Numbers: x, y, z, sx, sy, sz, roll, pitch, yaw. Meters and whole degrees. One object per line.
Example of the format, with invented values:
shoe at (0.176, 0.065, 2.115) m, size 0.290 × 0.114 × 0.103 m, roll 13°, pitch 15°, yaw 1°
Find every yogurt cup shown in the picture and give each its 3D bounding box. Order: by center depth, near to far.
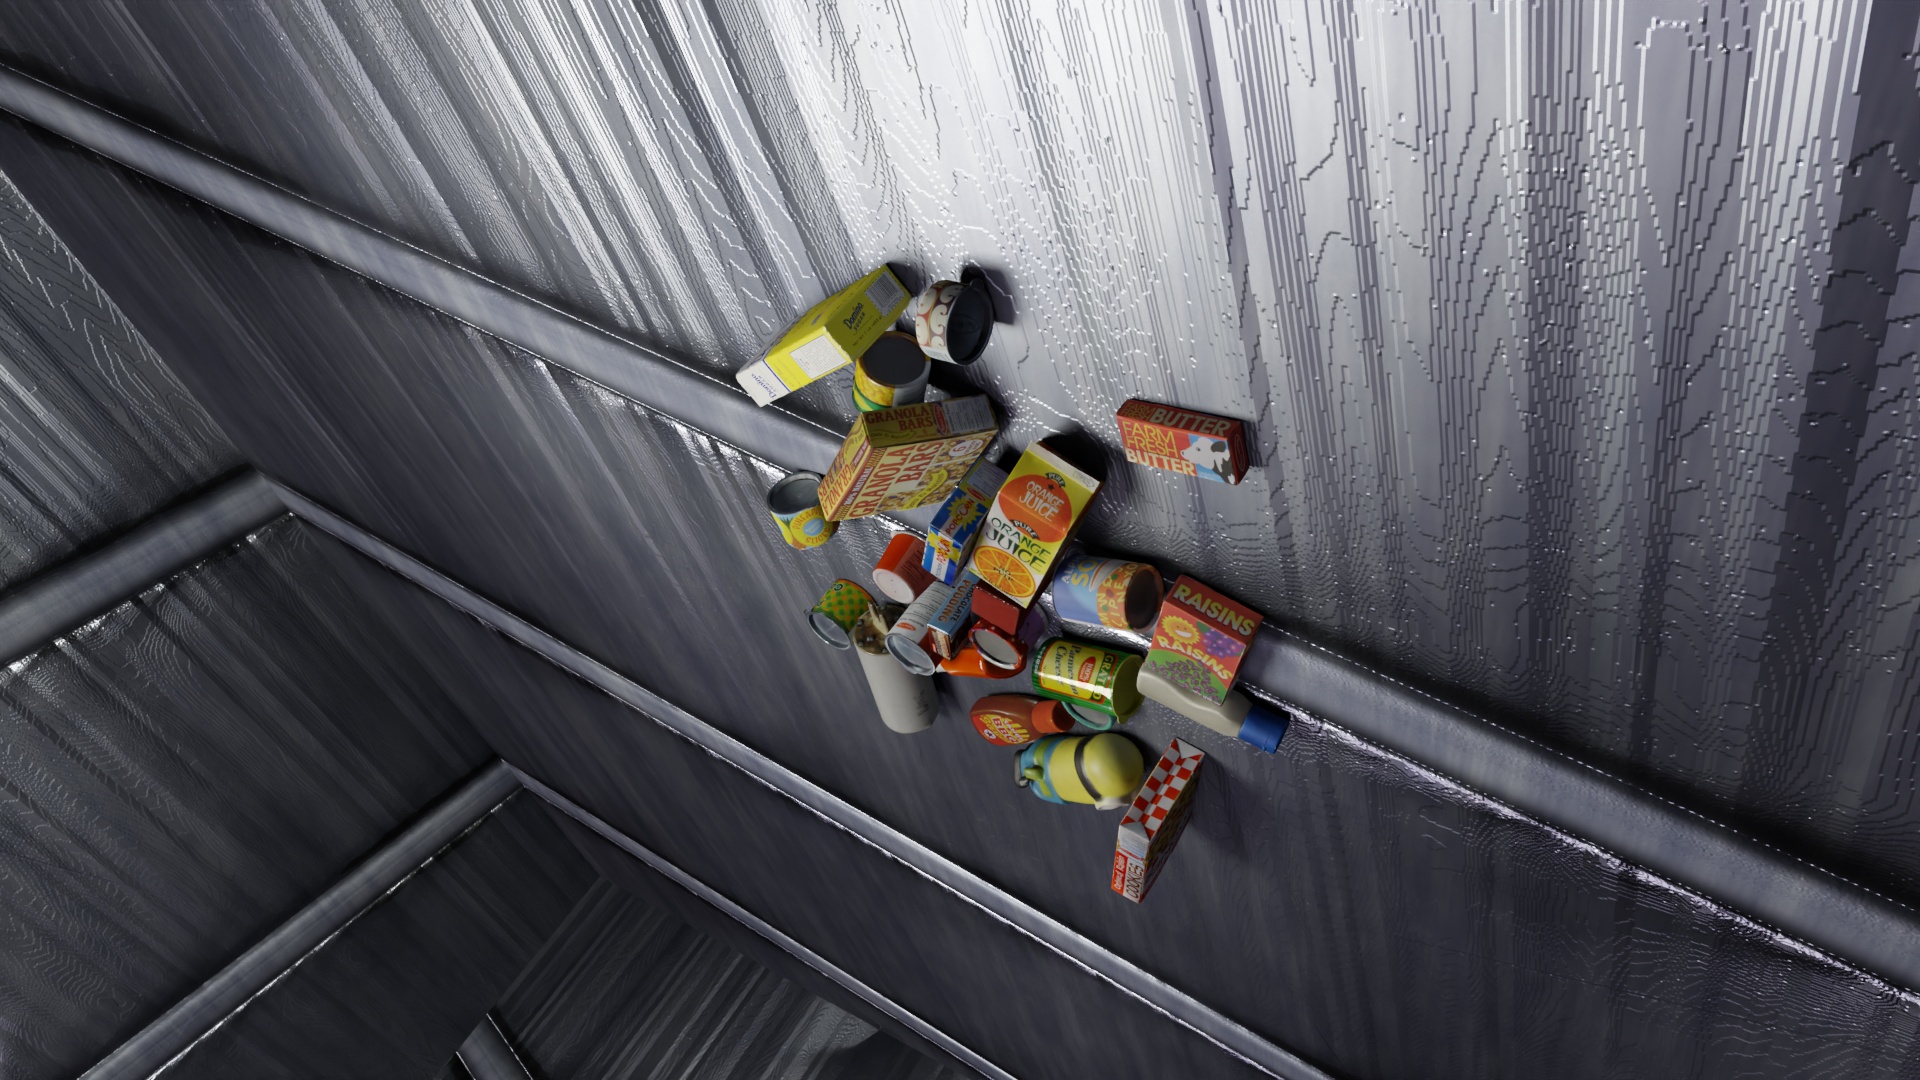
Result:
yogurt cup at (-0.058, 0.031, 1.497) m, size 0.072 × 0.054 × 0.072 m, roll 27°, pitch 149°, yaw 18°

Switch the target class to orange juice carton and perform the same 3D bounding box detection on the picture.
orange juice carton at (0.070, -0.022, 1.262) m, size 0.072 × 0.073 × 0.191 m, roll 34°, pitch 150°, yaw 7°

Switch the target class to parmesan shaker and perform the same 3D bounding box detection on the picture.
parmesan shaker at (0.131, 0.142, 1.429) m, size 0.103 × 0.071 × 0.071 m, roll 11°, pitch 141°, yaw 39°

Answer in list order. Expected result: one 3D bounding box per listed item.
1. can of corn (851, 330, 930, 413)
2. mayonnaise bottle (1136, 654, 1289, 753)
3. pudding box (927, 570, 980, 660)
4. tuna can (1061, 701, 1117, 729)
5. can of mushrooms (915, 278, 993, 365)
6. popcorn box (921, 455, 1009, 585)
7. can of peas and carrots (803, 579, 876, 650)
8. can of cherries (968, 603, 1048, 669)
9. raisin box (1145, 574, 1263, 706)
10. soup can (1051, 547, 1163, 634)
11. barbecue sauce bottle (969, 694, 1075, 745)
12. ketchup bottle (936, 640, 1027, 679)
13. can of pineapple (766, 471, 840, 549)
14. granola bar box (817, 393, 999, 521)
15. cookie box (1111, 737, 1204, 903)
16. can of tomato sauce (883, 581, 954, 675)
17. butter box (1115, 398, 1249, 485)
can of corn at (-0.064, -0.146, 1.242) m, size 0.071 × 0.071 × 0.058 m, roll 32°, pitch 149°, yaw 10°
mayonnaise bottle at (0.246, 0.160, 1.359) m, size 0.148 × 0.041 × 0.064 m, roll 26°, pitch 159°, yaw 18°
pudding box at (0.000, 0.079, 1.470) m, size 0.030 × 0.084 × 0.049 m, roll 25°, pitch 148°, yaw 22°
tuna can at (0.144, 0.173, 1.497) m, size 0.071 × 0.033 × 0.070 m, roll 27°, pitch 148°, yaw 19°
can of mushrooms at (-0.004, -0.180, 1.132) m, size 0.033 × 0.071 × 0.070 m, roll 17°, pitch 145°, yaw 33°
popcorn box at (0.005, -0.016, 1.309) m, size 0.038 × 0.085 × 0.126 m, roll 35°, pitch 161°, yaw 7°
can of peas and carrots at (-0.144, 0.087, 1.665) m, size 0.071 × 0.059 × 0.070 m, roll 27°, pitch 148°, yaw 19°
can of cherries at (0.049, 0.091, 1.460) m, size 0.071 × 0.059 × 0.071 m, roll 27°, pitch 149°, yaw 18°
raisin box at (0.225, 0.094, 1.292) m, size 0.086 × 0.040 × 0.122 m, roll 29°, pitch 151°, yaw 16°
soup can at (0.137, 0.047, 1.296) m, size 0.084 × 0.072 × 0.071 m, roll 8°, pitch 139°, yaw 40°
barbecue sauce bottle at (0.075, 0.206, 1.609) m, size 0.064 × 0.044 × 0.148 m, roll 49°, pitch 148°, yaw -17°
ketchup bottle at (0.010, 0.132, 1.562) m, size 0.148 × 0.065 × 0.043 m, roll -5°, pitch 88°, yaw 58°
can of pineapple at (-0.170, -0.032, 1.518) m, size 0.071 × 0.071 × 0.057 m, roll 16°, pitch 145°, yaw 34°
granola bar box at (-0.051, -0.073, 1.277) m, size 0.164 × 0.124 × 0.039 m, roll 130°, pitch 126°, yaw -61°
cookie box at (0.215, 0.309, 1.518) m, size 0.040 × 0.123 × 0.166 m, roll 27°, pitch 149°, yaw 20°
can of tomato sauce at (-0.034, 0.098, 1.534) m, size 0.071 × 0.083 × 0.070 m, roll 27°, pitch 149°, yaw 18°
butter box at (0.177, -0.079, 1.115) m, size 0.103 × 0.024 × 0.053 m, roll 16°, pitch 145°, yaw 33°
